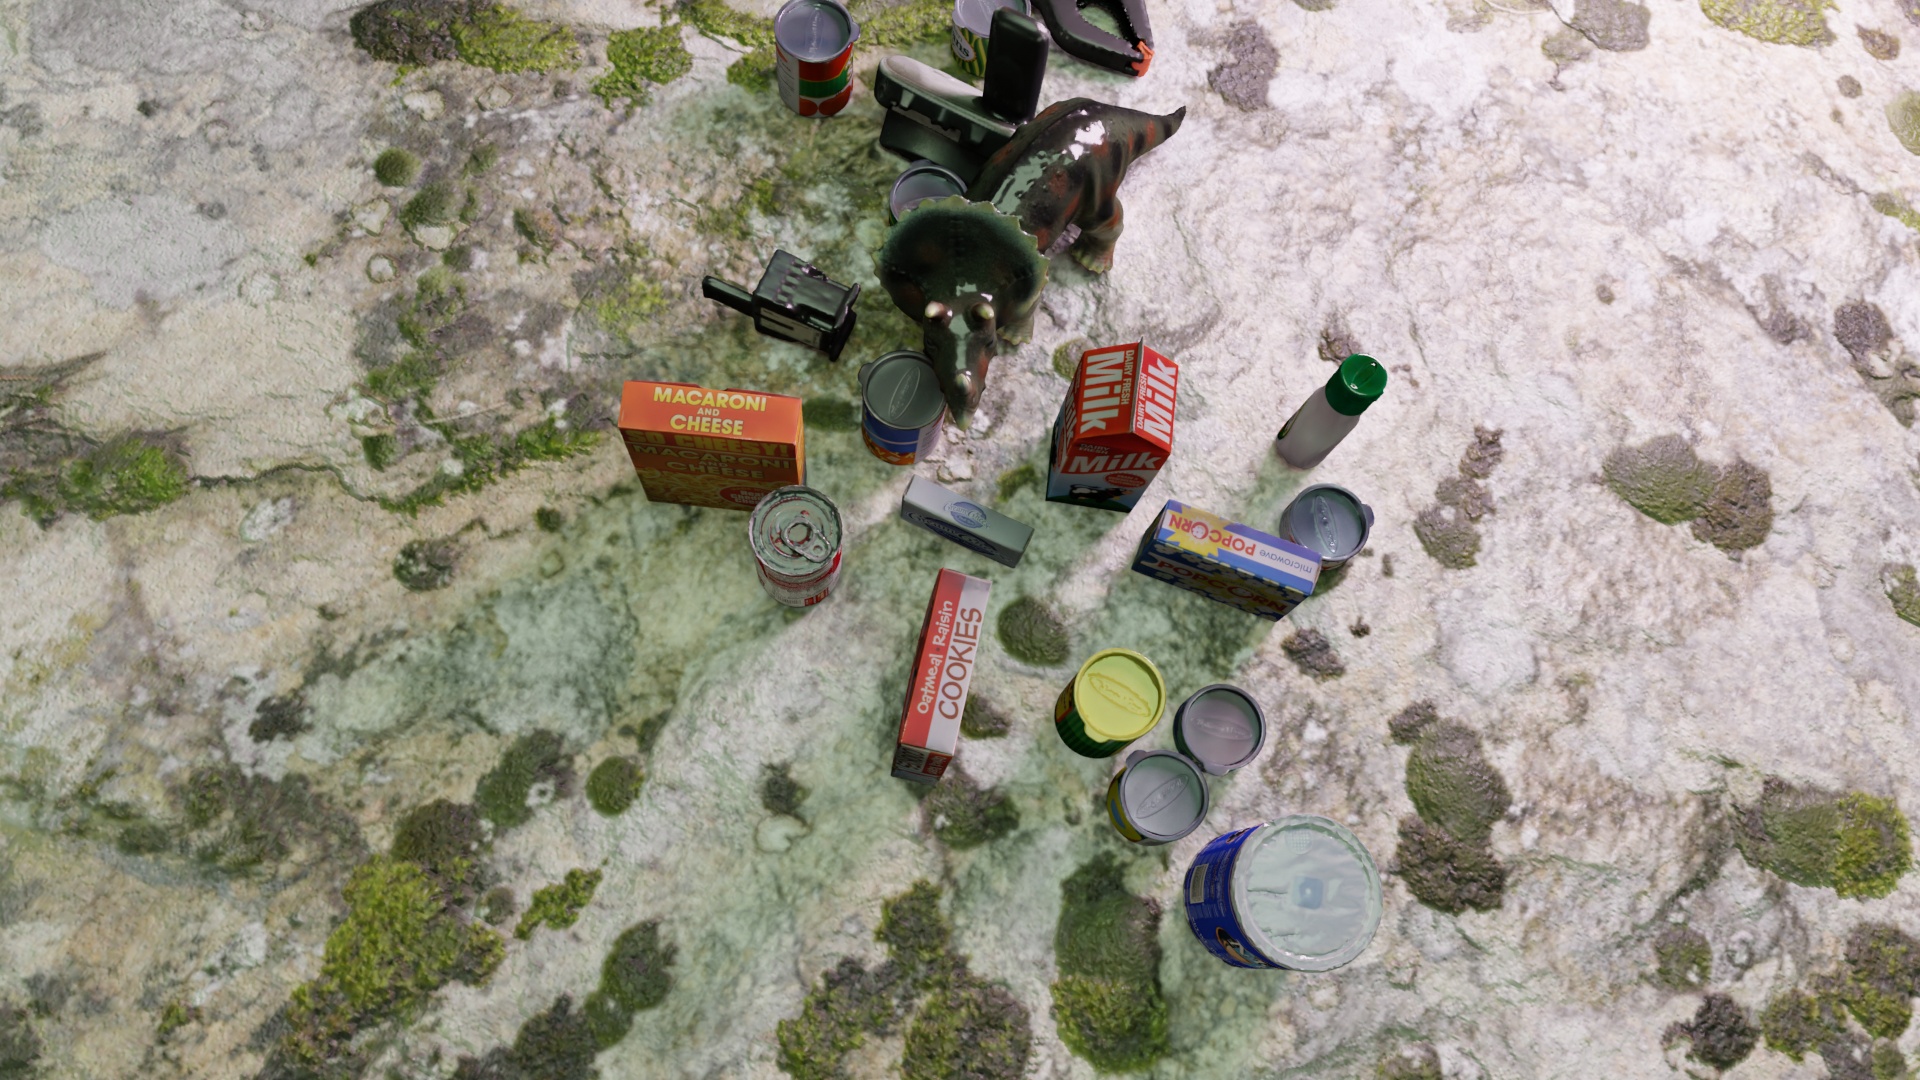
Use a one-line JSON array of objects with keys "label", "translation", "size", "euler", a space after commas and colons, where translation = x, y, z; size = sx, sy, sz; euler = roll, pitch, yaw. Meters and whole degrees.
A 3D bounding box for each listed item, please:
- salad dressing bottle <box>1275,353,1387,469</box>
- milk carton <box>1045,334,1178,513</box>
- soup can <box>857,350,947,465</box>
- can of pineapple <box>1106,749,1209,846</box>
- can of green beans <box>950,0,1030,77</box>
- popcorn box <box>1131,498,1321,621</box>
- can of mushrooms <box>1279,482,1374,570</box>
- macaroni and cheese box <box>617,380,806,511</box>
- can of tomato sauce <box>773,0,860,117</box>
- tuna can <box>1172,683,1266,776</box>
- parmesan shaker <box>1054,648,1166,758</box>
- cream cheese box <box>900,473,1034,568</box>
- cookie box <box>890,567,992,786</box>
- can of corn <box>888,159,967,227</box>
[{"label": "salad dressing bottle", "translation": [0.292, -0.101, 1.091], "size": [0.044, 0.147, 0.064], "euler": [44, 75, 8]}, {"label": "milk carton", "translation": [0.115, -0.085, 1.047], "size": [0.073, 0.190, 0.072], "euler": [8, 73, -3]}, {"label": "soup can", "translation": [-0.047, -0.104, 1.093], "size": [0.071, 0.083, 0.071], "euler": [1, 73, -5]}, {"label": "can of pineapple", "translation": [0.145, 0.191, 1.034], "size": [0.071, 0.057, 0.071], "euler": [1, 73, -5]}, {"label": "can of green beans", "translation": [0.025, -0.451, 1.221], "size": [0.071, 0.057, 0.071], "euler": [1, 73, -5]}, {"label": "popcorn box", "translation": [0.205, 0.017, 1.079], "size": [0.127, 0.085, 0.038], "euler": [20, 73, 1]}, {"label": "can of mushrooms", "translation": [0.296, -0.011, 1.123], "size": [0.071, 0.033, 0.071], "euler": [2, 73, -5]}, {"label": "macaroni and cheese box", "translation": [-0.178, -0.066, 1.026], "size": [0.124, 0.166, 0.040], "euler": [5, 73, -4]}, {"label": "can of tomato sauce", "translation": [-0.122, -0.411, 1.182], "size": [0.071, 0.083, 0.071], "euler": [1, 73, -5]}, {"label": "tuna can", "translation": [0.197, 0.148, 1.065], "size": [0.071, 0.032, 0.071], "euler": [2, 73, -5]}, {"label": "parmesan shaker", "translation": [0.106, 0.125, 1.027], "size": [0.071, 0.102, 0.071], "euler": [1, 73, -5]}, {"label": "cream cheese box", "translation": [0.004, -0.014, 1.086], "size": [0.104, 0.053, 0.024], "euler": [24, 73, 2]}, {"label": "cookie box", "translation": [-0.017, 0.101, 0.989], "size": [0.040, 0.167, 0.123], "euler": [13, 73, -1]}, {"label": "can of corn", "translation": [-0.028, -0.272, 1.161], "size": [0.071, 0.058, 0.071], "euler": [1, 73, -5]}]
